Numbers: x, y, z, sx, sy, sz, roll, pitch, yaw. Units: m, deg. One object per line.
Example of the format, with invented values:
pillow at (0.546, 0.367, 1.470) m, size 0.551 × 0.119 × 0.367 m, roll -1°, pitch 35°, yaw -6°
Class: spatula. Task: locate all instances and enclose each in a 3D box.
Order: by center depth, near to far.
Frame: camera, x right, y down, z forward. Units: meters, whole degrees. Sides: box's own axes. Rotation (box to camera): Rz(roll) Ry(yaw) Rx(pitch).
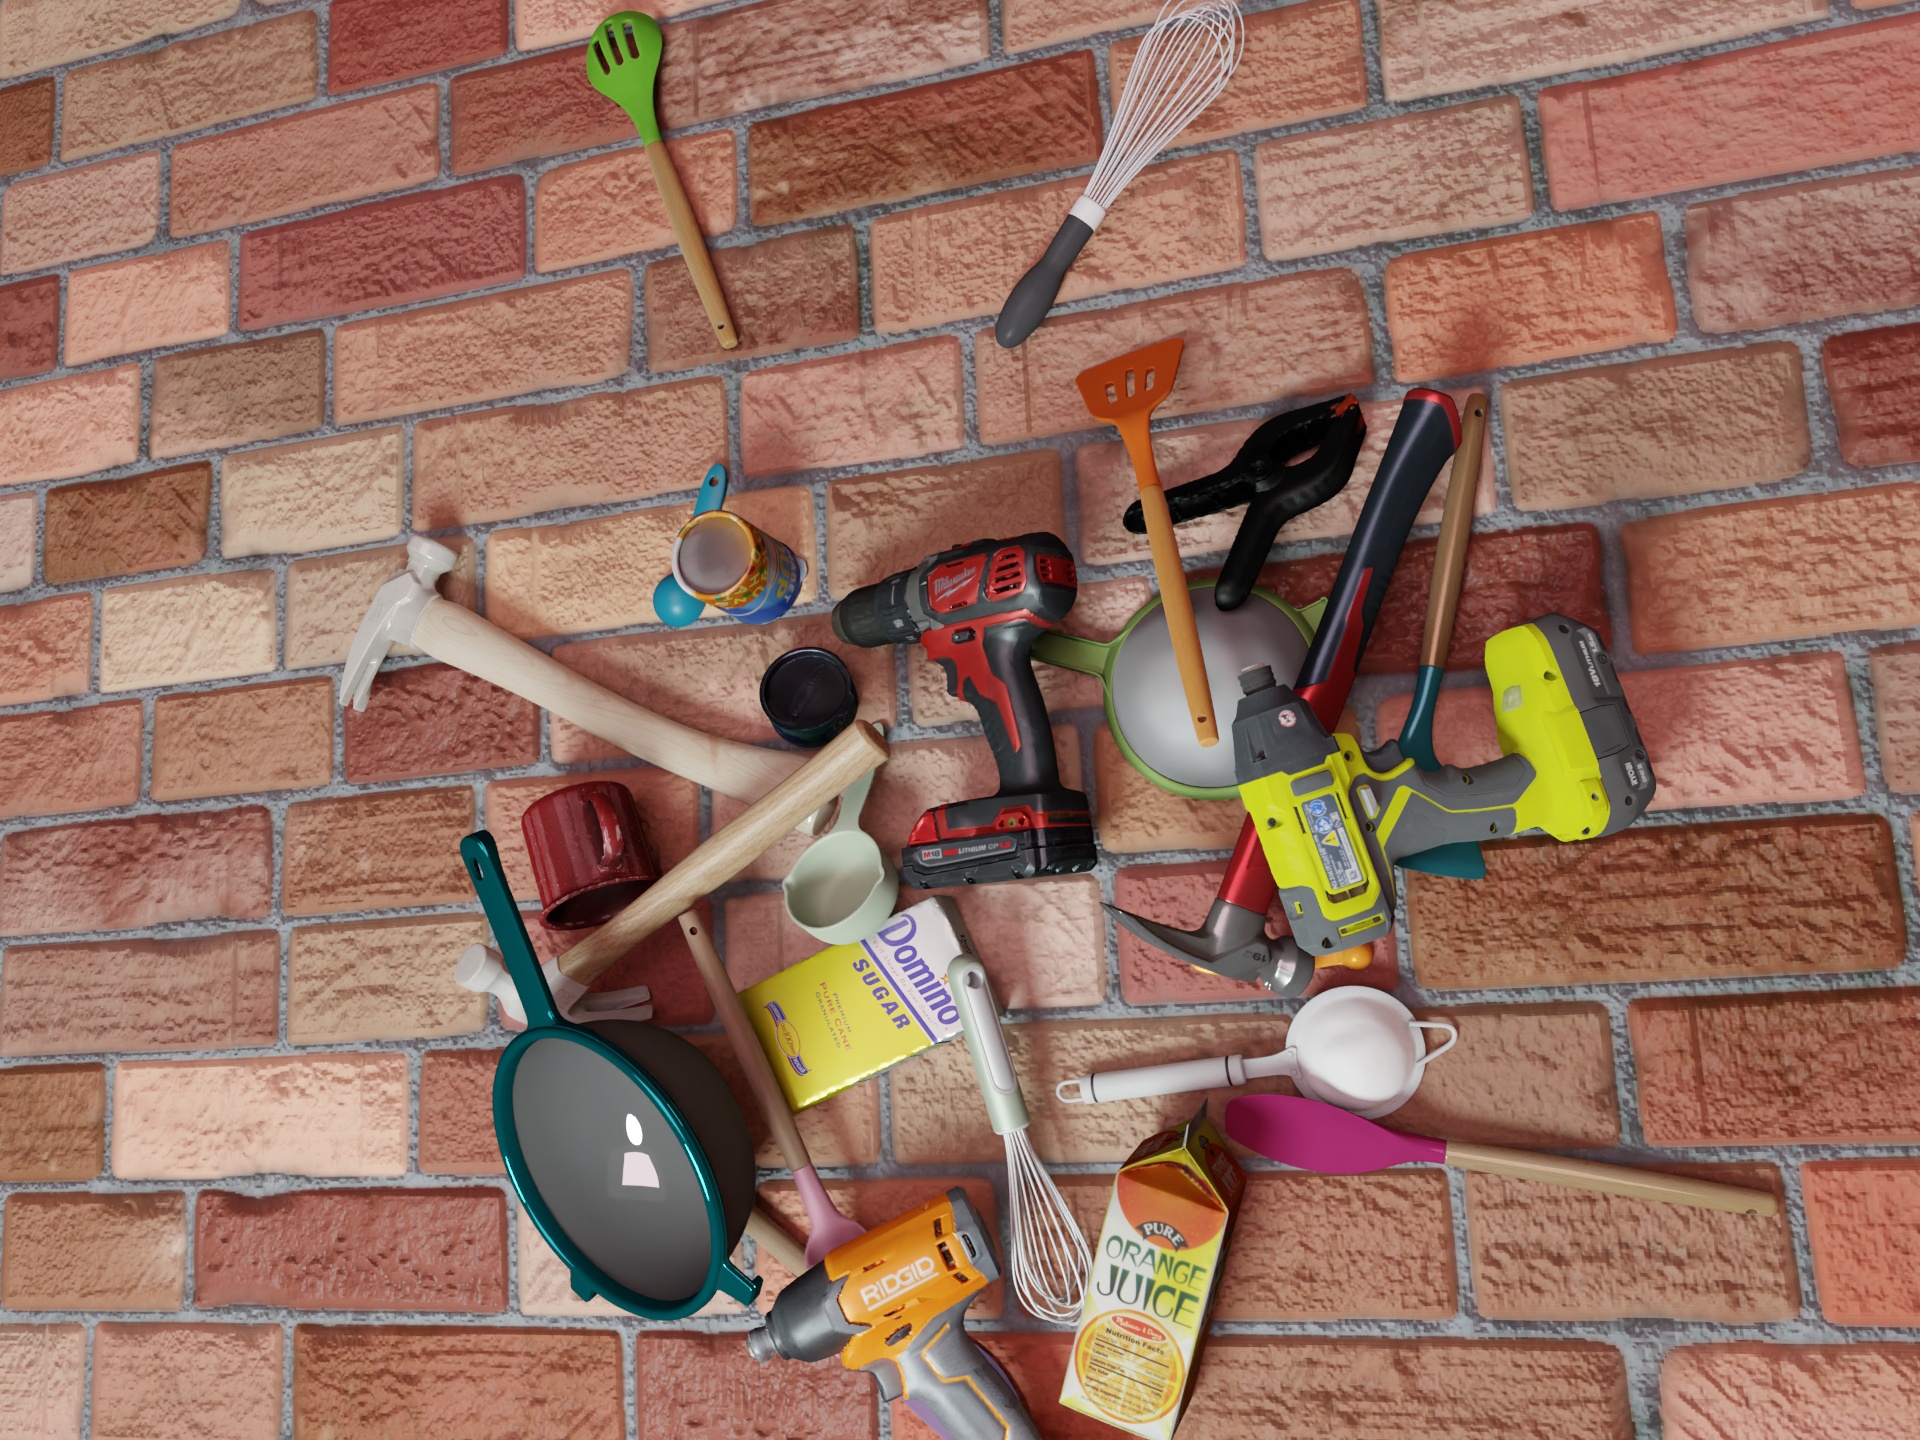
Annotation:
spatula at (0.310, -0.060, 1.012) m, size 0.082 × 0.044 × 0.317 m, roll 12°, pitch 83°, yaw -6°
spatula at (0.132, -0.125, 1.032) m, size 0.081 × 0.041 × 0.323 m, roll -17°, pitch 61°, yaw 17°
spatula at (-0.088, 0.382, 1.080) m, size 0.316 × 0.018 × 0.060 m, roll 34°, pitch 82°, yaw 18°

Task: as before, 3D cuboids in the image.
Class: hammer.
hammer at (0.214, -0.029, 0.988) m, size 0.143 × 0.038 × 0.386 m, roll 21°, pitch 88°, yaw -19°
hammer at (-0.181, 0.109, 1.083) m, size 0.331 × 0.129 × 0.031 m, roll -37°, pitch 41°, yaw 14°
hammer at (-0.279, -0.003, 1.184) m, size 0.411 × 0.038 × 0.146 m, roll 24°, pitch 85°, yaw 18°

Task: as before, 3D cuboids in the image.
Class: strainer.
strainer at (0.183, 0.223, 1.011) m, size 0.258 × 0.050 × 0.087 m, roll -12°, pitch 93°, yaw 18°
strainer at (-0.229, 0.220, 1.050) m, size 0.211 × 0.095 × 0.340 m, roll -17°, pitch 95°, yaw 41°
strainer at (0.113, -0.039, 1.055) m, size 0.256 × 0.069 × 0.151 m, roll 15°, pitch 86°, yaw 17°

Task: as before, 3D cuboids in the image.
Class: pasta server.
pasta server at (-0.117, 0.271, 1.051) m, size 0.060 × 0.040 × 0.316 m, roll -24°, pitch 87°, yaw -7°

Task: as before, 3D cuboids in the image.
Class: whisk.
whisk at (0.036, 0.269, 1.024) m, size 0.058 × 0.059 × 0.246 m, roll -16°, pitch 87°, yaw -29°
whisk at (0.108, -0.385, 1.122) m, size 0.070 × 0.070 × 0.284 m, roll 36°, pitch 98°, yaw 19°

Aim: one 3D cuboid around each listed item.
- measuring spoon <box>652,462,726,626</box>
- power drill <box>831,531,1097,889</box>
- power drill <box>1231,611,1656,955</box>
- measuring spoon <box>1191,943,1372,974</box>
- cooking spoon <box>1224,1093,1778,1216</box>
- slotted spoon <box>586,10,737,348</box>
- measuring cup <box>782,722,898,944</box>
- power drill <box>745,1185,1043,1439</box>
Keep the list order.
measuring spoon at (-0.202, -0.133, 1.191) m, size 0.042 × 0.021 × 0.128 m, roll 15°, pitch 87°, yaw 18°
power drill at (-0.002, -0.003, 1.065) m, size 0.188 × 0.080 × 0.227 m, roll -10°, pitch 82°, yaw 36°
power drill at (0.277, 0.024, 0.943) m, size 0.223 × 0.080 × 0.171 m, roll -18°, pitch 84°, yaw -10°
measuring spoon at (0.206, 0.153, 1.027) m, size 0.117 × 0.011 × 0.021 m, roll -5°, pitch 80°, yaw 16°
cooking spoon at (0.321, 0.266, 0.964) m, size 0.319 × 0.068 × 0.017 m, roll 6°, pitch 39°, yaw 15°
slotted spoon at (-0.229, -0.429, 1.244) m, size 0.070 × 0.031 × 0.314 m, roll -24°, pitch 77°, yaw 14°
measuring cup at (-0.069, 0.079, 1.101) m, size 0.083 × 0.038 × 0.168 m, roll -8°, pitch 51°, yaw 29°
power drill at (-0.022, 0.428, 0.987) m, size 0.164 × 0.084 × 0.226 m, roll -25°, pitch 85°, yaw -7°
